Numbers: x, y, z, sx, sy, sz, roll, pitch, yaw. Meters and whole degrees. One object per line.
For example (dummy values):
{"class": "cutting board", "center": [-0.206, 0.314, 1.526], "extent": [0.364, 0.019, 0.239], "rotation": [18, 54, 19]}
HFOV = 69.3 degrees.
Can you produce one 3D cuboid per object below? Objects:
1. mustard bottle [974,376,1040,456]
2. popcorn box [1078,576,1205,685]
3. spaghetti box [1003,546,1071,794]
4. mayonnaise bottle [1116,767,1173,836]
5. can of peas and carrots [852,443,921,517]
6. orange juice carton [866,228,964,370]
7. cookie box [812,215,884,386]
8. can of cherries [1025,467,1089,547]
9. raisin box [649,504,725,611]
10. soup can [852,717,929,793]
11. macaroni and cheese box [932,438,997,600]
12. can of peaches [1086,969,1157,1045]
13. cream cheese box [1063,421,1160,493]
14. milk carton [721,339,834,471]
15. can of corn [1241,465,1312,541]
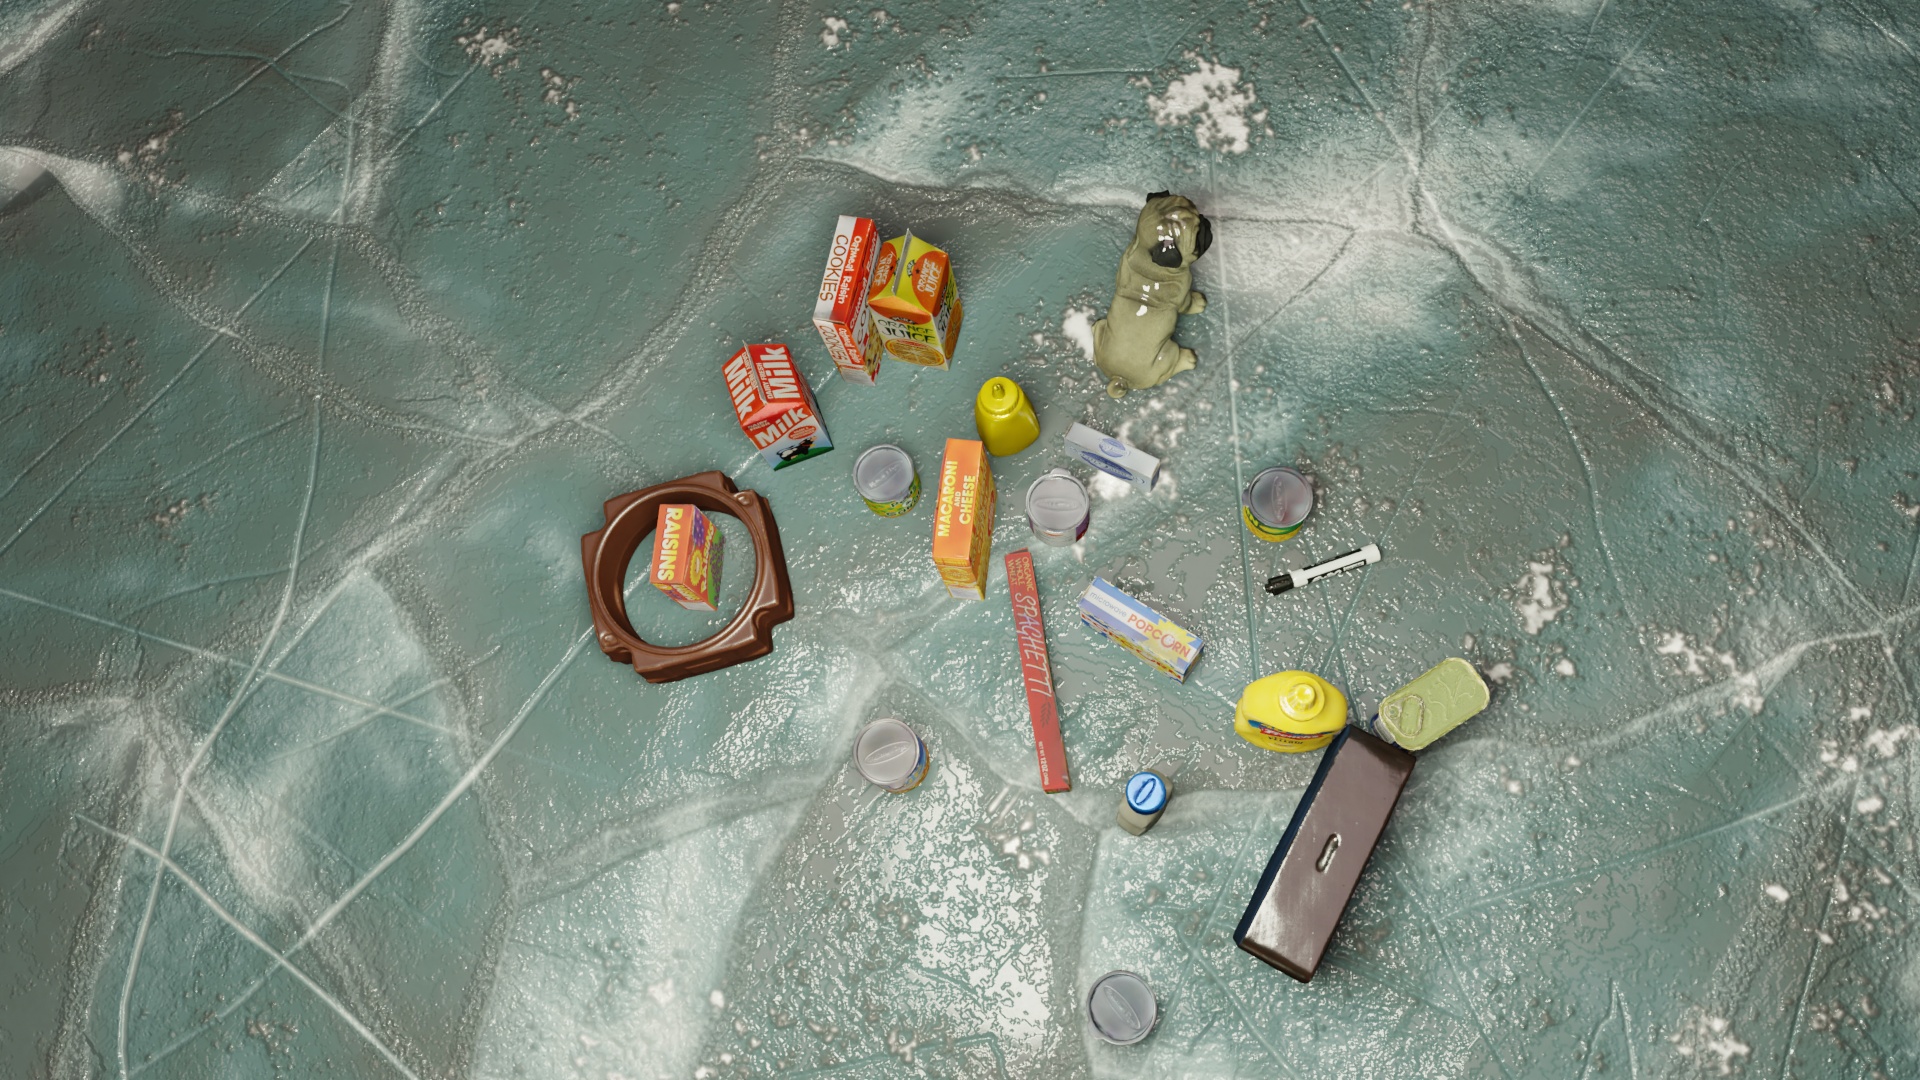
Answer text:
{"class": "mustard bottle", "center": [0.046, -0.135, 1.447], "extent": [0.065, 0.160, 0.049], "rotation": [-24, 73, -1]}
{"class": "popcorn box", "center": [0.182, 0.092, 1.402], "extent": [0.127, 0.085, 0.038], "rotation": [32, 80, 15]}
{"class": "spaghetti box", "center": [0.079, 0.133, 1.420], "extent": [0.029, 0.050, 0.250], "rotation": [-10, 72, 4]}
{"class": "mayonnaise bottle", "center": [0.176, 0.246, 1.323], "extent": [0.041, 0.147, 0.065], "rotation": [35, 81, 15]}
{"class": "can of peas and carrots", "center": [-0.076, -0.062, 1.493], "extent": [0.071, 0.058, 0.071], "rotation": [-2, 73, 6]}
{"class": "orange juice carton", "center": [-0.049, -0.255, 1.477], "extent": [0.073, 0.192, 0.072], "rotation": [12, 76, 10]}
{"class": "cookie box", "center": [-0.110, -0.255, 1.498], "extent": [0.040, 0.167, 0.123], "rotation": [9, 75, 9]}
{"class": "can of cherries", "center": [0.104, -0.034, 1.463], "extent": [0.071, 0.058, 0.071], "rotation": [-2, 73, 6]}
{"class": "raisin box", "center": [-0.284, 0.020, 1.458], "extent": [0.040, 0.123, 0.086], "rotation": [3, 74, 8]}
{"class": "soup can", "center": [-0.067, 0.220, 1.393], "extent": [0.071, 0.083, 0.071], "rotation": [-2, 73, 6]}
{"class": "macaroni and cheese box", "center": [0.005, -0.018, 1.413], "extent": [0.040, 0.166, 0.124], "rotation": [4, 74, 8]}
{"class": "can of peaches", "center": [0.151, 0.442, 1.314], "extent": [0.071, 0.058, 0.071], "rotation": [-2, 73, 6]}
{"class": "cream cheese box", "center": [0.161, -0.088, 1.475], "extent": [0.104, 0.053, 0.024], "rotation": [26, 78, 13]}
{"class": "milk carton", "center": [-0.195, -0.144, 1.462], "extent": [0.073, 0.190, 0.072], "rotation": [-21, 72, 1]}
{"class": "can of corn", "center": [0.325, -0.037, 1.438], "extent": [0.071, 0.058, 0.071], "rotation": [-2, 73, 6]}
